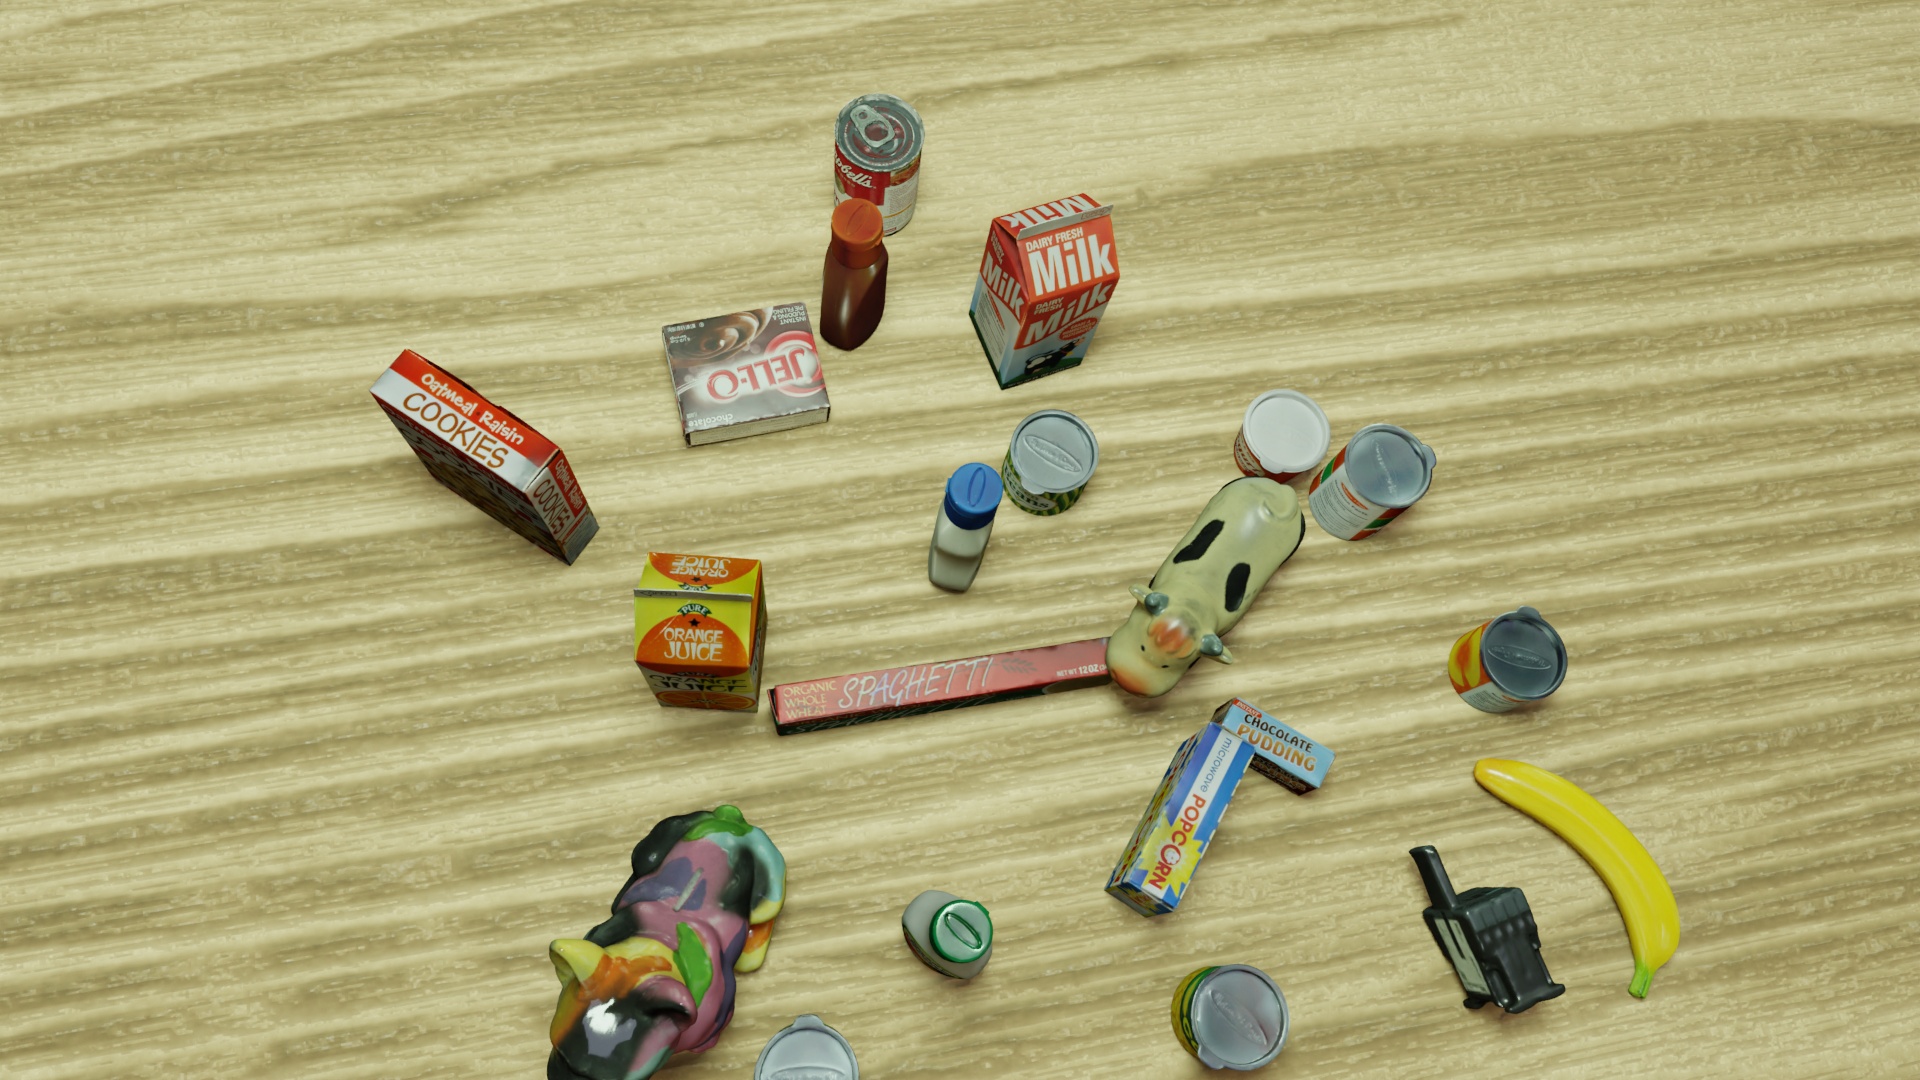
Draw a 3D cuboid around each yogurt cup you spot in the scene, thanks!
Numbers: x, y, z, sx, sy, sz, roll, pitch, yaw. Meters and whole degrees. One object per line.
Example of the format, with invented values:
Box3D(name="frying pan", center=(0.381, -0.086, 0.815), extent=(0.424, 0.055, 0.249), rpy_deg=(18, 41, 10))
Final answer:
Box3D(name="yogurt cup", center=(0.245, -0.076, 1.074), extent=(0.072, 0.053, 0.072), rpy_deg=(2, 72, -5))

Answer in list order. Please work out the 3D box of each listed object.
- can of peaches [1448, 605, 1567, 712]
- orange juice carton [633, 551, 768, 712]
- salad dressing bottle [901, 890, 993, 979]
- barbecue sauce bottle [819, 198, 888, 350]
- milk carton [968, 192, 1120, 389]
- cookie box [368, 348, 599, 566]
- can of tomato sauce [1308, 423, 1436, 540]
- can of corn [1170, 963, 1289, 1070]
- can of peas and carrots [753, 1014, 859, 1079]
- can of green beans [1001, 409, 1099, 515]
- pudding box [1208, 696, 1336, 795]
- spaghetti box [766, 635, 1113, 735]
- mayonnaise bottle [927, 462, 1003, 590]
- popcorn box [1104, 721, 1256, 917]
Box3D(name="can of peaches", center=(0.406, 0.089, 1.034), extent=(0.071, 0.058, 0.071), rpy_deg=(2, 72, -5))
Box3D(name="orange juice carton", center=(-0.168, 0.059, 0.912), extent=(0.072, 0.192, 0.073), rpy_deg=(4, 72, -5))
Box3D(name="salad dressing bottle", center=(-0.006, 0.252, 0.889), extent=(0.064, 0.147, 0.044), rpy_deg=(42, 73, 8))
Box3D(name="barbecue sauce bottle", center=(-0.078, -0.199, 1.029), extent=(0.044, 0.148, 0.065), rpy_deg=(28, 72, 3))
Box3D(name="milk carton", center=(0.061, -0.189, 1.019), extent=(0.072, 0.190, 0.073), rpy_deg=(-19, 75, -11))
Box3D(name="cookie box", center=(-0.318, -0.052, 0.945), extent=(0.123, 0.167, 0.040), rpy_deg=(32, 72, 5))
Box3D(name="can of tomato sauce", center=(0.311, -0.044, 1.054), extent=(0.071, 0.083, 0.071), rpy_deg=(2, 72, -5))
Box3D(name="can of corn", center=(0.178, 0.321, 0.933), extent=(0.071, 0.058, 0.071), rpy_deg=(2, 72, -5))
Box3D(name="can of peas and carrots", center=(-0.099, 0.342, 0.896), extent=(0.071, 0.058, 0.071), rpy_deg=(2, 72, -5))
Box3D(name="can of green beans", center=(0.066, -0.058, 1.046), extent=(0.071, 0.057, 0.071), rpy_deg=(2, 72, -5))
Box3D(name="pudding box", center=(0.221, 0.148, 0.999), extent=(0.084, 0.049, 0.030), rpy_deg=(30, 72, 4))
Box3D(name="spaghetti box", center=(-0.011, 0.103, 0.989), extent=(0.250, 0.050, 0.029), rpy_deg=(-8, 73, -9))
Box3D(name="mayonnaise bottle", center=(0.003, -0.012, 0.977), extent=(0.041, 0.147, 0.065), rpy_deg=(14, 71, -1))
Box3D(name="popcorn box", center=(0.151, 0.193, 0.958), extent=(0.038, 0.085, 0.127), rpy_deg=(30, 72, 4))
